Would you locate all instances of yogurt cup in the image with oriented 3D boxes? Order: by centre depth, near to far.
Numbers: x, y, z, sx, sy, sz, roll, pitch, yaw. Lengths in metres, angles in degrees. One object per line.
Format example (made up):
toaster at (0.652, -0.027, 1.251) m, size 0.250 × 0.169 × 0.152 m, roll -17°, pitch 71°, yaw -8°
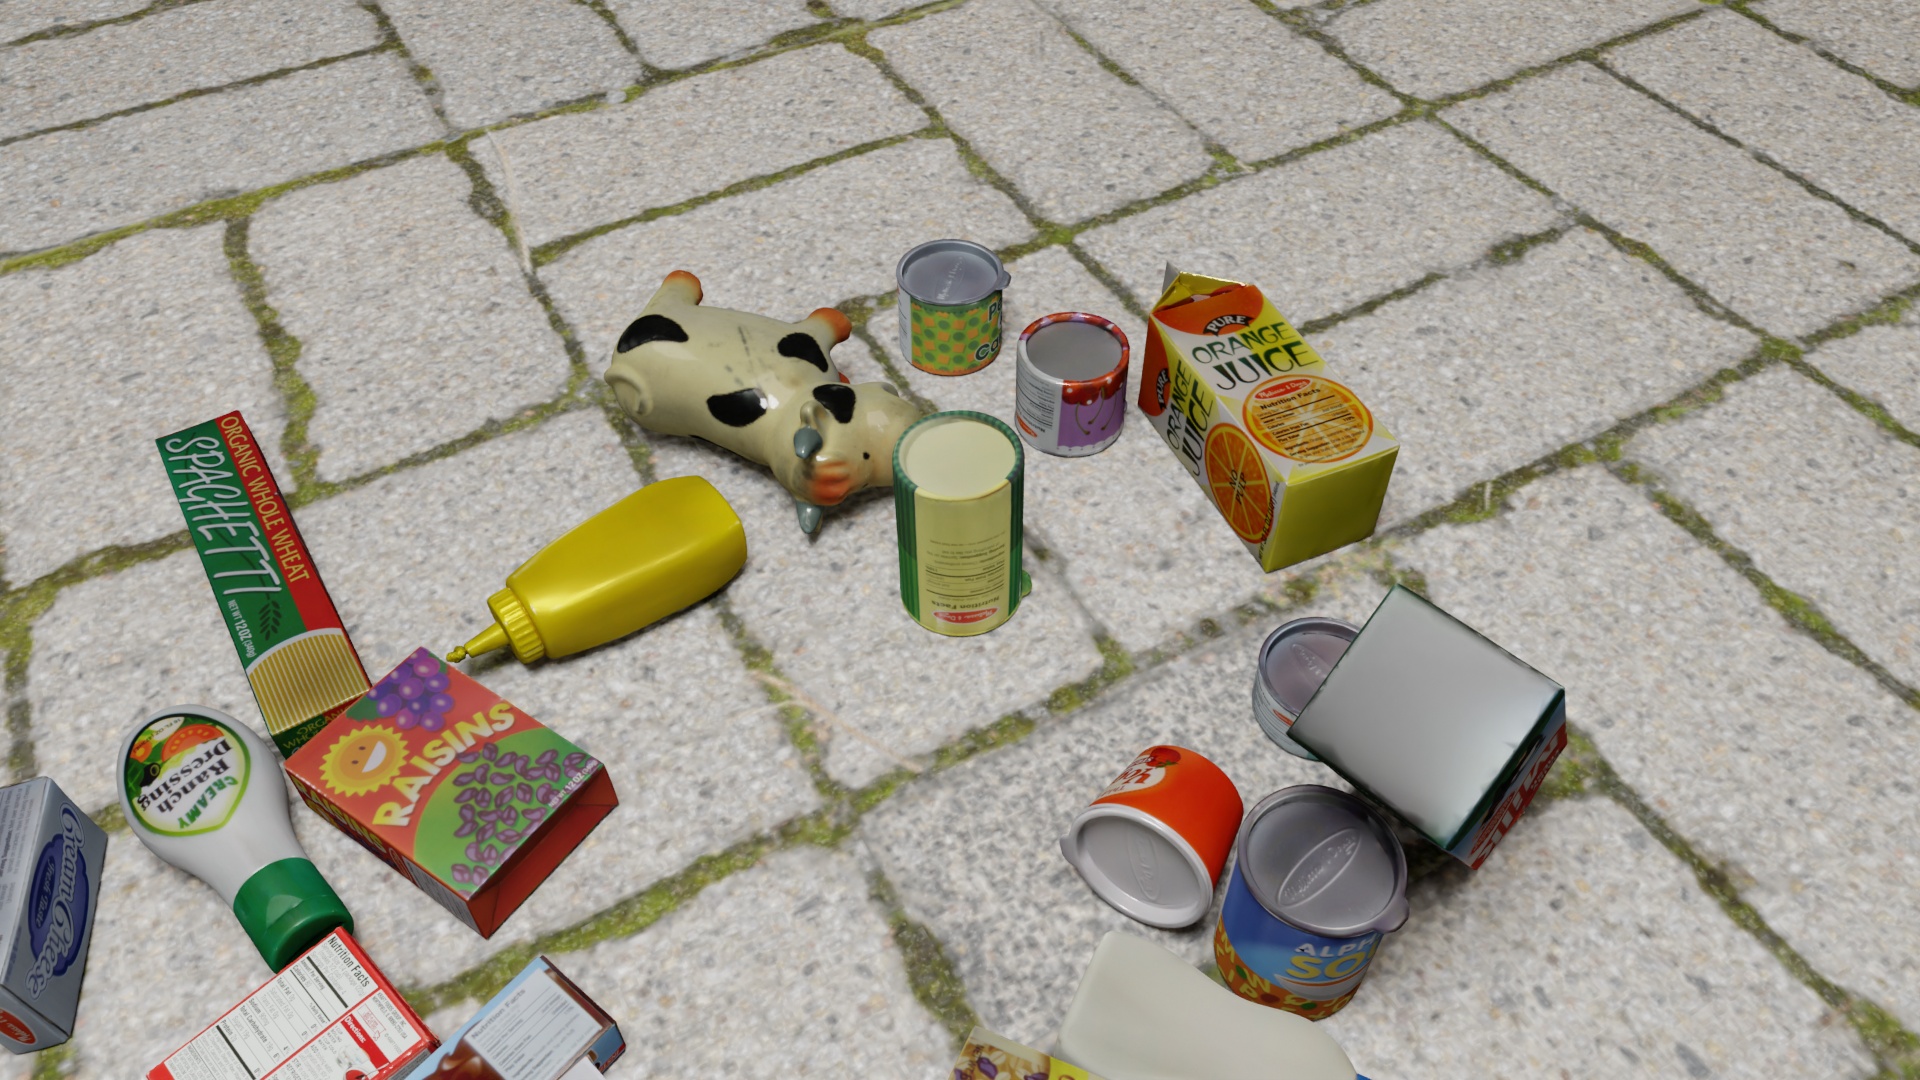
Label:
yogurt cup at (0.089, 0.128, 0.613) m, size 0.072 × 0.072 × 0.054 m, roll 25°, pitch 44°, yaw 22°

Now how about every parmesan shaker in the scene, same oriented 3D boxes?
parmesan shaker at (0.003, -0.009, 0.711) m, size 0.071 × 0.102 × 0.072 m, roll 0°, pitch 47°, yaw 0°

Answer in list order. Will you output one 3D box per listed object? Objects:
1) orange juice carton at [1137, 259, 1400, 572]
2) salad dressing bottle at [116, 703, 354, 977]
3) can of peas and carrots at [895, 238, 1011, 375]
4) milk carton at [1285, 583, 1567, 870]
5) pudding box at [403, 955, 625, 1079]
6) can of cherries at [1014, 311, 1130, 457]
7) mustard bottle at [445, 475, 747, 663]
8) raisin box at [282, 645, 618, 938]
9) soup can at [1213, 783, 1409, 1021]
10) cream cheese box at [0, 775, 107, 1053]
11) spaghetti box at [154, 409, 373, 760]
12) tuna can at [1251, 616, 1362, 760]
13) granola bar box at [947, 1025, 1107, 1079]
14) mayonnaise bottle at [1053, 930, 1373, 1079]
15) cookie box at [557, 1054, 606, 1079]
orange juice carton at (0.160, -0.080, 0.796) m, size 0.073 × 0.071 × 0.193 m, roll -18°, pitch 50°, yaw -15°
salad dressing bottle at (-0.325, 0.133, 0.624) m, size 0.064 × 0.043 × 0.148 m, roll -40°, pitch 58°, yaw -23°
can of peas and carrots at (-0.004, -0.145, 0.866) m, size 0.071 × 0.058 × 0.071 m, roll 0°, pitch 48°, yaw 0°
milk carton at (0.203, 0.086, 0.584) m, size 0.072 × 0.190 × 0.073 m, roll 36°, pitch 91°, yaw 27°
pudding box at (-0.183, 0.215, 0.557) m, size 0.050 × 0.030 × 0.084 m, roll 31°, pitch 55°, yaw 25°
can of cherries at (0.067, -0.094, 0.818) m, size 0.071 × 0.058 × 0.072 m, roll -1°, pitch 48°, yaw 1°
mustard bottle at (-0.191, 0.023, 0.721) m, size 0.161 × 0.048 × 0.065 m, roll -29°, pitch 53°, yaw -23°
raisin box at (-0.236, 0.113, 0.646) m, size 0.123 × 0.039 × 0.086 m, roll 27°, pitch 54°, yaw 21°
soup can at (0.144, 0.153, 0.574) m, size 0.071 × 0.083 × 0.072 m, roll 0°, pitch 48°, yaw 1°
cream cheese box at (-0.398, 0.158, 0.596) m, size 0.024 × 0.053 × 0.104 m, roll -12°, pitch 48°, yaw -8°
spaghetti box at (-0.374, 0.016, 0.743) m, size 0.050 × 0.028 × 0.251 m, roll -26°, pitch 52°, yaw -22°
tuna can at (0.180, 0.072, 0.682) m, size 0.071 × 0.032 × 0.071 m, roll 0°, pitch 48°, yaw 0°
granola bar box at (0.028, 0.263, 0.476) m, size 0.124 × 0.038 × 0.166 m, roll 17°, pitch 34°, yaw 15°
mayonnaise bottle at (0.115, 0.212, 0.550) m, size 0.148 × 0.041 × 0.065 m, roll 20°, pitch 50°, yaw 17°
cookie box at (-0.148, 0.271, 0.444) m, size 0.123 × 0.040 × 0.168 m, roll 33°, pitch 55°, yaw 30°
